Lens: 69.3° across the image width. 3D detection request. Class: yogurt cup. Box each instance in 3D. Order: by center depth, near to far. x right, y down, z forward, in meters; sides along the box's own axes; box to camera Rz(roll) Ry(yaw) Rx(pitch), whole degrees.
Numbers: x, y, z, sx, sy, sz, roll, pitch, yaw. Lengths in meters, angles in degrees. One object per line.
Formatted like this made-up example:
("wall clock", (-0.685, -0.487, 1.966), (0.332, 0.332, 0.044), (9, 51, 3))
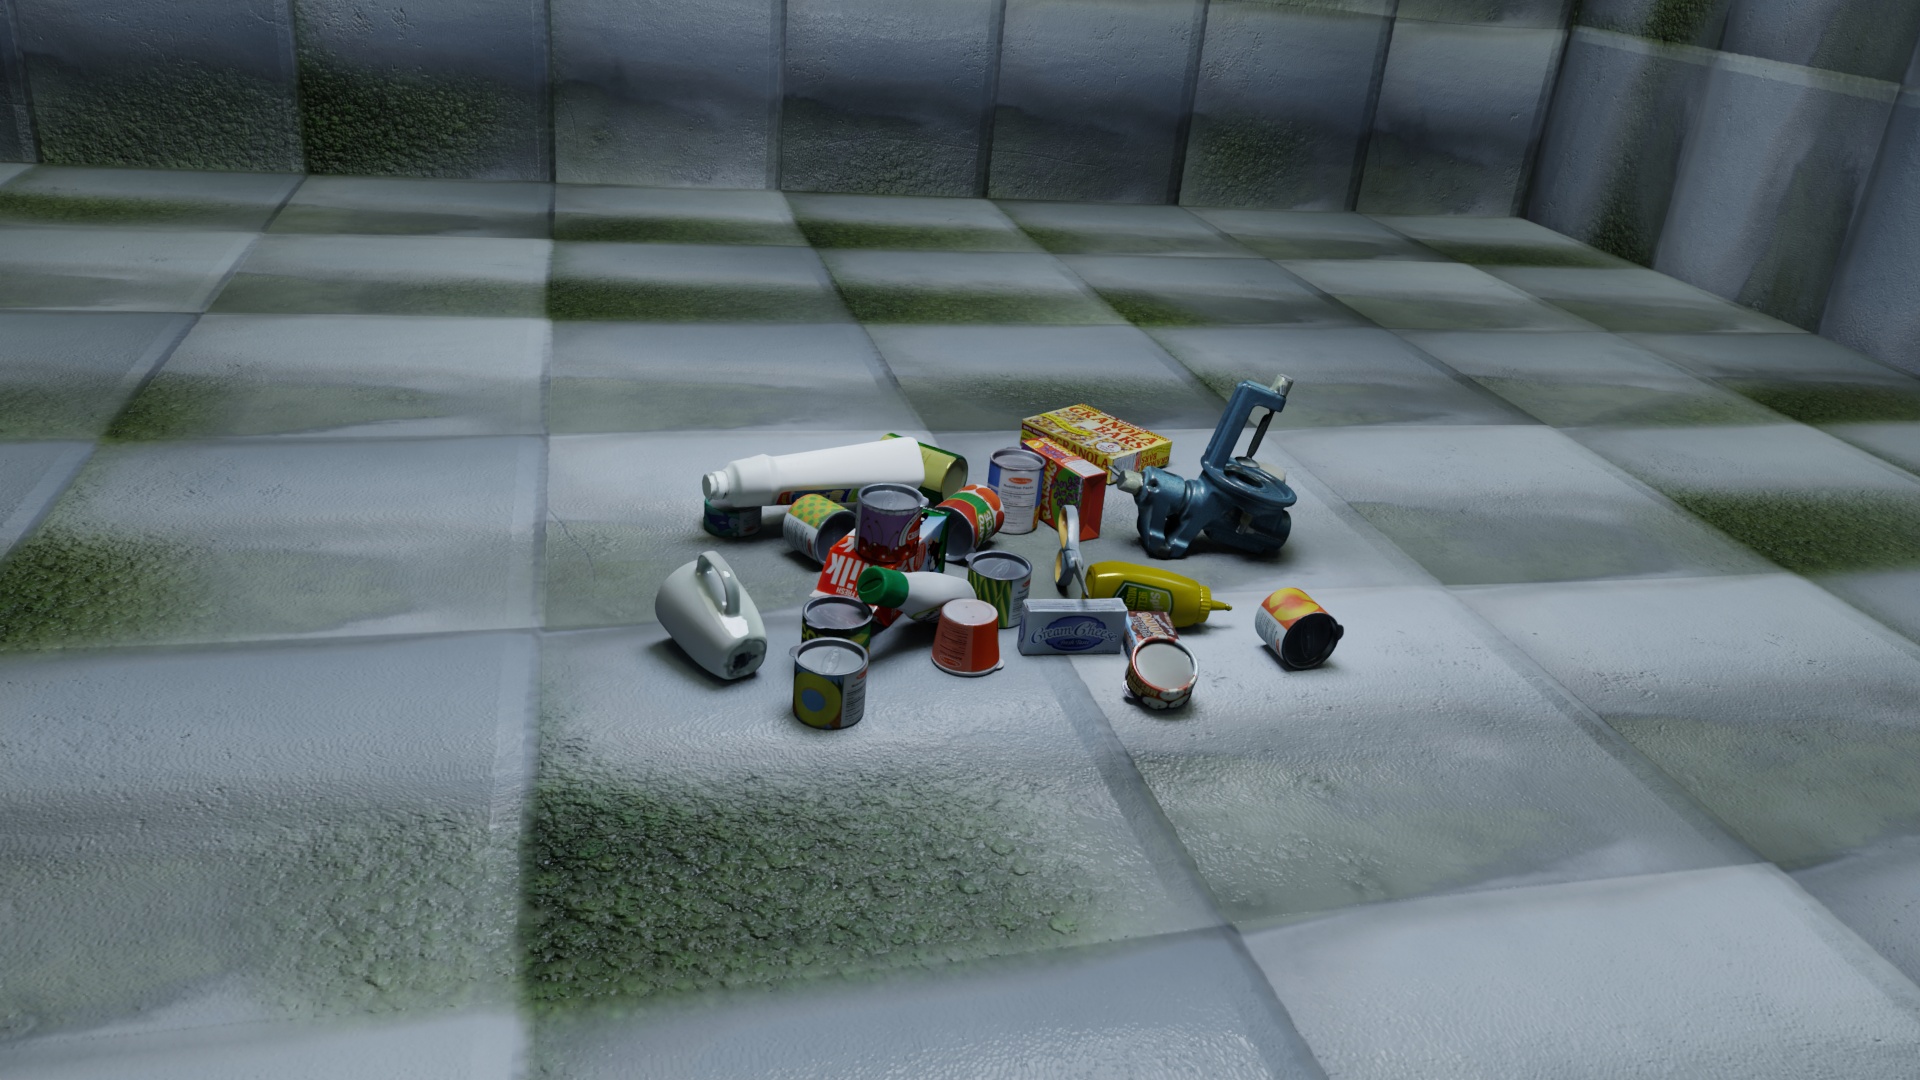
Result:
("yogurt cup", (0.007, 0.092, 1.348), (0.072, 0.053, 0.073), (4, 25, -2))

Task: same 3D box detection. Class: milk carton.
("milk carton", (-0.081, 0.028, 1.441), (0.072, 0.073, 0.191), (15, 27, 19))

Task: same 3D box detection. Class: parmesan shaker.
("parmesan shaker", (-0.051, -0.083, 1.696), (0.103, 0.071, 0.071), (20, 29, 25))

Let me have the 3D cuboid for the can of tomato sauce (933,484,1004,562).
("can of tomato sauce", (0.006, -0.020, 1.569), (0.071, 0.071, 0.083), (16, 26, 21))

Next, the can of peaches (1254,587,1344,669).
("can of peaches", (0.343, 0.088, 1.412), (0.071, 0.071, 0.058), (-4, 26, -19))

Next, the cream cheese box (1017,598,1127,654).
("cream cheese box", (0.111, 0.085, 1.384), (0.104, 0.053, 0.024), (0, 27, -12))

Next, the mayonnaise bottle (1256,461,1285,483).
("mayonnaise bottle", (0.371, -0.056, 1.752), (0.065, 0.041, 0.149), (11, 27, 15))

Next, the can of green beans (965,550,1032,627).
("can of green beans", (0.039, 0.050, 1.438), (0.071, 0.057, 0.071), (5, 25, -2))

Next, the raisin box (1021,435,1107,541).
("raisin box", (0.119, -0.063, 1.661), (0.040, 0.085, 0.123), (-14, 31, -32))

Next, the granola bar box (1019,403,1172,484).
("granola bar box", (0.182, -0.132, 1.873), (0.125, 0.039, 0.166), (-18, 34, -40))

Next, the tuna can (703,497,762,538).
("tuna can", (-0.260, -0.032, 1.577), (0.071, 0.032, 0.071), (5, 25, -2))

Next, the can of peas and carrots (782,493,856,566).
("can of peas and carrots", (-0.150, -0.012, 1.520), (0.071, 0.070, 0.059), (-18, 34, -41))

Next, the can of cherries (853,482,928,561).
("can of cherries", (-0.069, -0.018, 1.386), (0.071, 0.058, 0.072), (6, 25, -3))

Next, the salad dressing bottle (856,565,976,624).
("salad dressing bottle", (-0.043, 0.053, 1.361), (0.064, 0.044, 0.147), (-25, -22, 30))

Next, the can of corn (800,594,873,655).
("can of corn", (-0.119, 0.093, 1.314), (0.071, 0.058, 0.071), (5, 25, -2))

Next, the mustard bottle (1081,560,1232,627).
("mustard bottle", (0.209, 0.061, 1.448), (0.160, 0.065, 0.049), (6, 21, -8))

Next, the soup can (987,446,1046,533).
("soup can", (0.063, -0.060, 1.644), (0.071, 0.083, 0.071), (5, 25, -2))

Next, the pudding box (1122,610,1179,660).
("pudding box", (0.191, 0.103, 1.392), (0.050, 0.030, 0.084), (2, 25, -6))

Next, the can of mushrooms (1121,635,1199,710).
("can of mushrooms", (0.189, 0.125, 1.313), (0.071, 0.033, 0.071), (4, 51, -5))

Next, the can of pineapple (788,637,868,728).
("can of pineapple", (-0.118, 0.127, 1.244), (0.071, 0.057, 0.071), (5, 25, -2))
